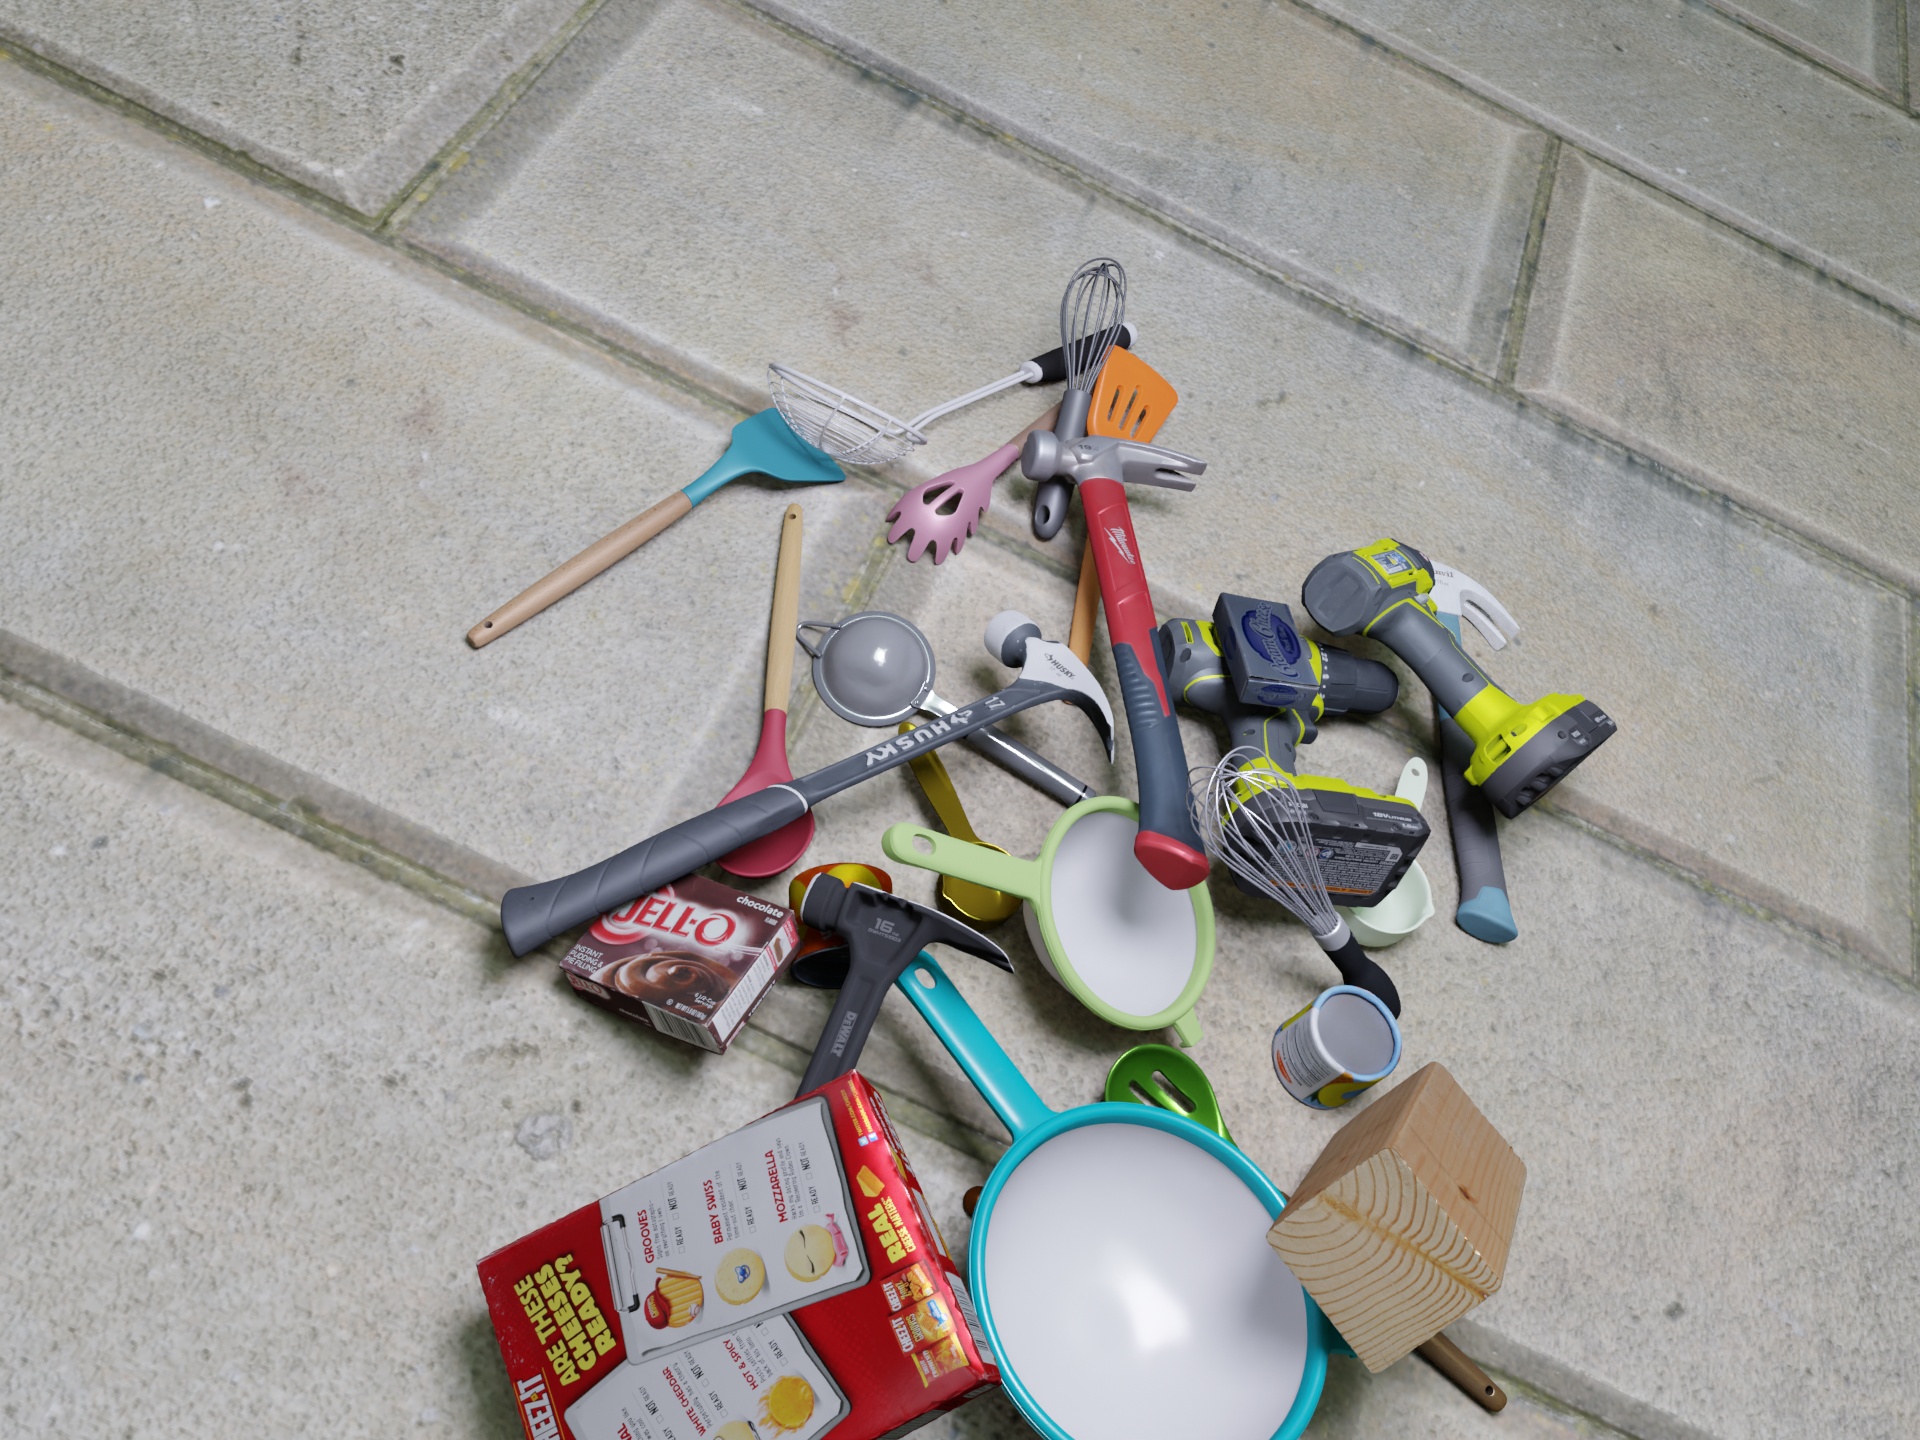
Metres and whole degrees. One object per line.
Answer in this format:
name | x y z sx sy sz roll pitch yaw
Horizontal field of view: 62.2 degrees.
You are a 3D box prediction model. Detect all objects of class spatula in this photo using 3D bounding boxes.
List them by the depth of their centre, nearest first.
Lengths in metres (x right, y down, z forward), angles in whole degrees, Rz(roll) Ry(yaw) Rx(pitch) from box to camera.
spatula | -0.214 -0.135 1.121 0.082 0.044 0.317 45 61 10
spatula | 0.113 -0.152 1.232 0.081 0.041 0.323 30 53 -27

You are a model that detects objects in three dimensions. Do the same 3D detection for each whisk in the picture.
whisk | 0.224 0.116 1.014 0.284 0.070 0.070 50 46 -35
whisk | 0.089 -0.254 1.249 0.055 0.055 0.239 15 78 -10

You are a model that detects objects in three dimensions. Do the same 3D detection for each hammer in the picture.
hammer | -0.087 0.252 0.863 0.127 0.034 0.337 18 69 16
hammer | -0.087 0.045 0.980 0.409 0.036 0.149 -25 42 -23
hammer | 0.135 -0.054 1.103 0.143 0.038 0.387 6 51 -17
hammer | 0.385 0.015 1.231 0.128 0.033 0.331 10 57 -12

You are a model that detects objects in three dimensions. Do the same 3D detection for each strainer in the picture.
strainer | 0.054 0.285 0.917 0.211 0.095 0.341 -23 63 -35
strainer | 0.047 0.114 1.002 0.256 0.069 0.152 20 60 -30
strainer | -0.002 -0.004 1.104 0.258 0.050 0.087 33 70 -2

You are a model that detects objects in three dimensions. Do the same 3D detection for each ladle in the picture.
ladle | -0.125 -0.026 1.081 0.069 0.031 0.316 1 56 0

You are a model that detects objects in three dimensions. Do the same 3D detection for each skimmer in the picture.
skimmer | 0.012 -0.283 1.248 0.363 0.090 0.127 -29 41 -33

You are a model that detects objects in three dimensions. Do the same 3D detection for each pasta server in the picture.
pasta server | 0.053 -0.220 1.265 0.060 0.040 0.316 41 52 8

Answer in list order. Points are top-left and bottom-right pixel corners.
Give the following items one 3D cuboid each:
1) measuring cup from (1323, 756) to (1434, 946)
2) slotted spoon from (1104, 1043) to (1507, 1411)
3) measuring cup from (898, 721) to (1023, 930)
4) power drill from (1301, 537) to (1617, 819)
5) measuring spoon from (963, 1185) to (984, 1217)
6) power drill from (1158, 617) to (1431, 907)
measuring cup | 0.308 0.093 1.154 0.083 0.038 0.168 29 51 2
slotted spoon | 0.213 0.318 0.988 0.314 0.031 0.070 41 71 5
measuring cup | -0.009 0.071 1.063 0.062 0.029 0.157 -15 63 -26
power drill | 0.370 -0.044 1.182 0.223 0.080 0.171 50 33 17
measuring spoon | 0.053 0.273 0.968 0.117 0.011 0.021 -17 67 -28
power drill | 0.246 0.020 1.130 0.190 0.080 0.229 7 41 -14
